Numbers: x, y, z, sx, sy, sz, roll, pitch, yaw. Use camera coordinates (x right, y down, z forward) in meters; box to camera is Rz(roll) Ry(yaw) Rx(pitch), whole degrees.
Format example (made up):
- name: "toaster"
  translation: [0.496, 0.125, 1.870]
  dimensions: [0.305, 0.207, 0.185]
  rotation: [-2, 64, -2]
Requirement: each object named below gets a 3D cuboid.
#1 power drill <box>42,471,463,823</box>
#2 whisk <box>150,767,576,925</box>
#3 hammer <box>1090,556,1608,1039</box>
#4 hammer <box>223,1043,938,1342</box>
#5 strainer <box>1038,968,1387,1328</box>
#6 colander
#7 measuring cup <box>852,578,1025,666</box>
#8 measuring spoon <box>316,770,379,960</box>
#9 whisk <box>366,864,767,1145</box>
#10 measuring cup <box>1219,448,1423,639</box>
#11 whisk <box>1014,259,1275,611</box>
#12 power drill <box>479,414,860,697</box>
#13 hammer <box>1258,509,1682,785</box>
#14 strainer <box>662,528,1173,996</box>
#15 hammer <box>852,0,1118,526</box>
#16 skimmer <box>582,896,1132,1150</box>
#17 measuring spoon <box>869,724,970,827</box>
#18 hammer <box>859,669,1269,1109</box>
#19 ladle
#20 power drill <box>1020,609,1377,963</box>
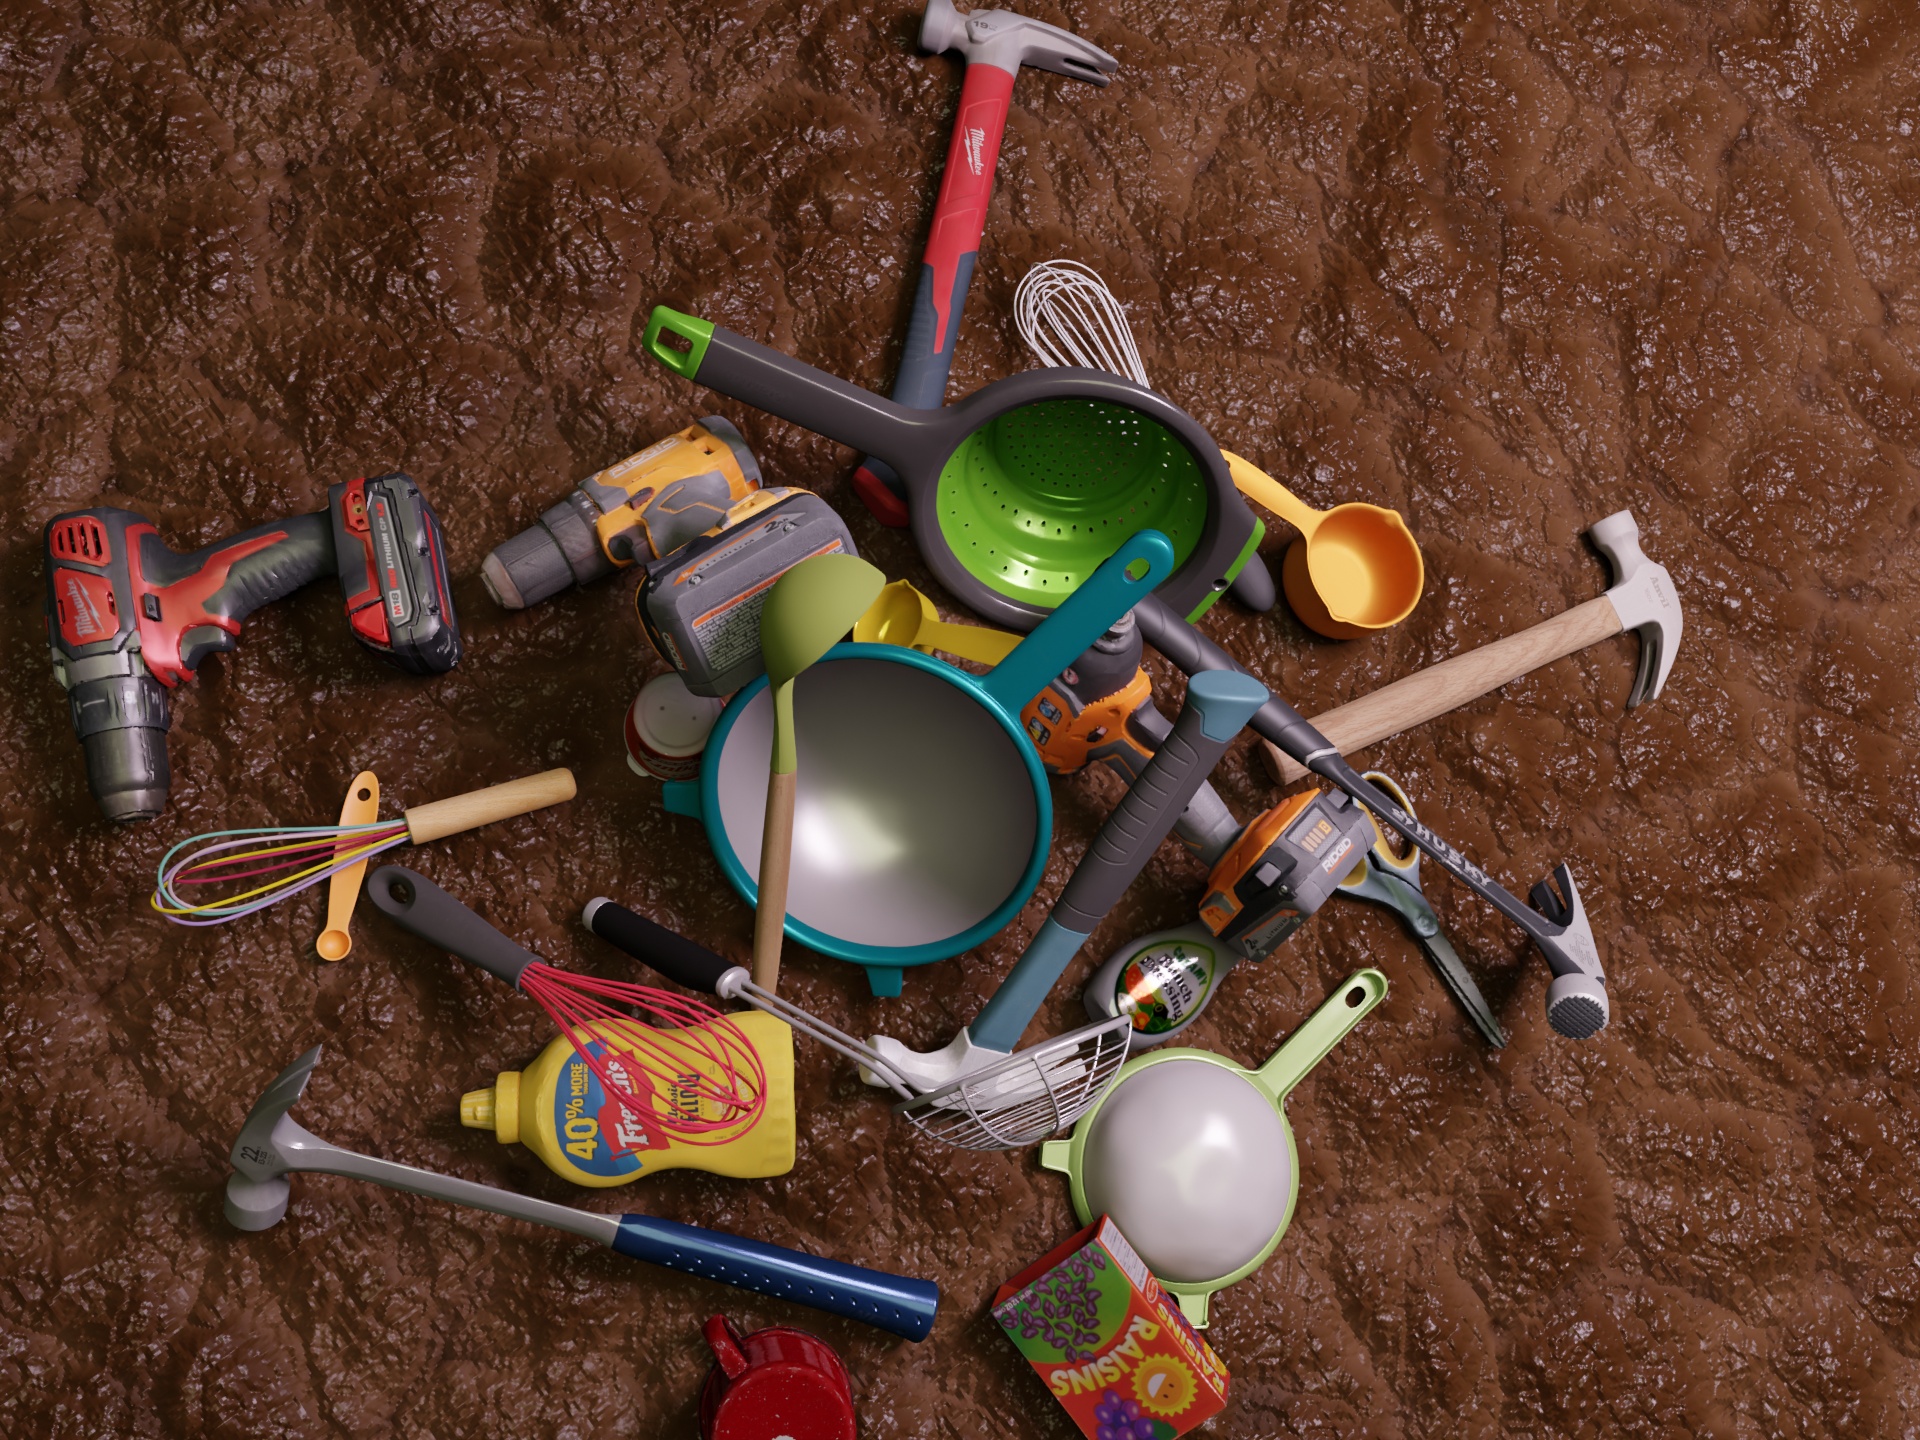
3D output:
- name: "power drill"
  translation: [-0.422, -0.048, 0.951]
  dimensions: [0.226, 0.080, 0.188]
  rotation: [-11, 80, -9]
- name: "whisk"
  translation: [-0.352, 0.068, 0.948]
  dimensions: [0.245, 0.047, 0.051]
  rotation: [-17, 91, -21]
- name: "hammer"
  translation: [0.245, 0.032, 1.008]
  dimensions: [0.409, 0.036, 0.149]
  rotation: [38, 31, -3]
- name: "hammer"
  translation: [-0.206, 0.286, 0.906]
  dimensions: [0.405, 0.144, 0.035]
  rotation: [18, 37, -11]
- name: "strainer"
  translation: [0.185, 0.245, 0.991]
  dimensions: [0.256, 0.069, 0.151]
  rotation: [-41, 87, -13]
- name: "colander"
  translation: [-0.002, -0.185, 1.000]
  dimensions: [0.397, 0.204, 0.095]
  rotation: [21, 44, -16]
- name: "measuring cup"
  translation: [-0.002, -0.048, 0.997]
  dimensions: [0.157, 0.029, 0.062]
  rotation: [15, 81, 38]
- name: "measuring spoon"
  translation: [-0.370, 0.088, 0.965]
  dimensions: [0.021, 0.011, 0.117]
  rotation: [8, 74, -10]
- name: "whisk"
  translation: [-0.231, 0.154, 0.909]
  dimensions: [0.296, 0.073, 0.073]
  rotation: [25, 74, 21]
- name: "measuring cup"
  translation: [0.229, -0.123, 1.079]
  dimensions: [0.173, 0.052, 0.095]
  rotation: [35, 71, -5]
- name: "whisk"
  translation: [0.129, -0.192, 1.082]
  dimensions: [0.070, 0.070, 0.284]
  rotation: [-35, 91, -14]
- name: "power drill"
  translation: [-0.177, -0.095, 0.943]
  dimensions: [0.185, 0.226, 0.084]
  rotation: [-32, 127, -15]
- name: "hammer"
  translation: [0.356, -0.030, 1.098]
  dimensions: [0.331, 0.031, 0.130]
  rotation: [-23, 82, -13]
- name: "strainer"
  translation: [-0.001, -0.003, 0.941]
  dimensions: [0.211, 0.095, 0.340]
  rotation: [43, 112, -10]
- name: "hammer"
  translation: [0.007, -0.313, 1.096]
  dimensions: [0.143, 0.038, 0.386]
  rotation: [14, 76, -8]
- name: "skimmer"
  translation: [-0.077, 0.139, 0.870]
  dimensions: [0.363, 0.127, 0.090]
  rotation: [19, 106, 34]
- name: "measuring spoon"
  translation: [-0.005, 0.051, 1.030]
  dimensions: [0.128, 0.021, 0.042]
  rotation: [43, 105, -7]
- name: "hammer"
  translation: [0.070, 0.105, 0.917]
  dimensions: [0.128, 0.033, 0.331]
  rotation: [19, 117, -24]
- name: "ladle"
  translation: [-0.090, 0.051, 0.900]
  dimensions: [0.062, 0.320, 0.078]
  rotation: [12, 32, 5]
- name: "power drill"
  translation: [0.134, 0.029, 0.962]
  dimensions: [0.226, 0.164, 0.084]
  rotation: [42, 64, 12]
